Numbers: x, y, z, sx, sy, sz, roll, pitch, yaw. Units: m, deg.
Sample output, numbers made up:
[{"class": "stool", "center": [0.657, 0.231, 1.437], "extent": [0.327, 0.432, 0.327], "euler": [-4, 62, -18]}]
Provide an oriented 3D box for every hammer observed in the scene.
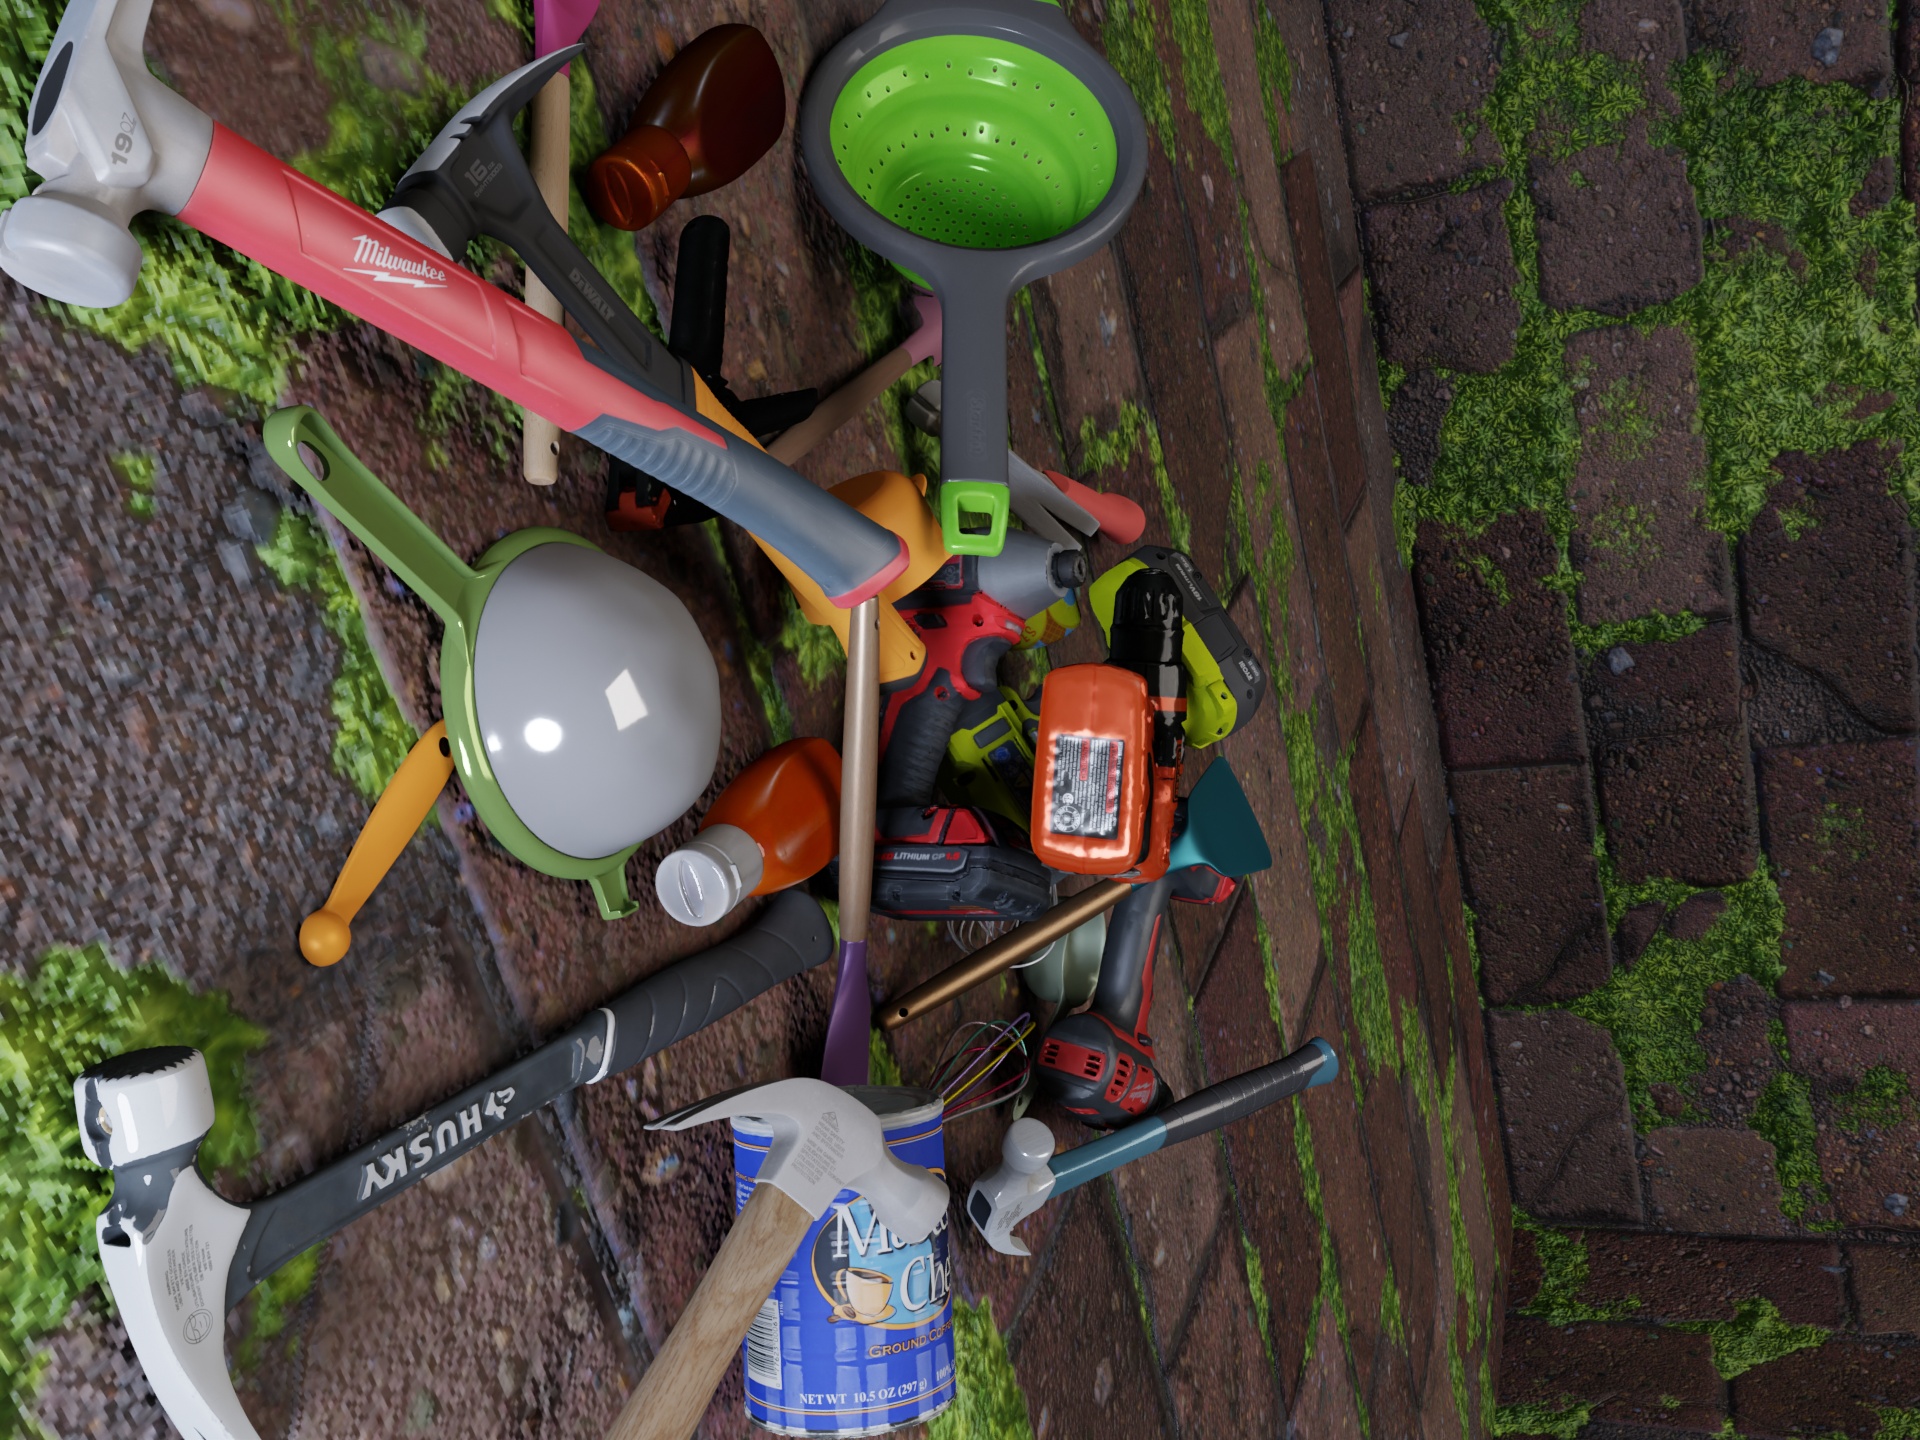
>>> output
[{"class": "hammer", "center": [0.139, 0.270, 1.058], "extent": [0.331, 0.033, 0.128], "euler": [-10, 137, -38]}, {"class": "hammer", "center": [-0.111, -0.134, 0.725], "extent": [0.336, 0.034, 0.127], "euler": [51, 49, -36]}, {"class": "hammer", "center": [-0.159, 0.144, 0.647], "extent": [0.409, 0.036, 0.149], "euler": [-21, 105, -64]}, {"class": "hammer", "center": [-0.151, -0.146, 0.618], "extent": [0.386, 0.038, 0.143], "euler": [26, 67, -48]}, {"class": "hammer", "center": [-0.126, 0.282, 0.608], "extent": [0.130, 0.031, 0.331], "euler": [44, 55, -17]}, {"class": "hammer", "center": [0.082, -0.156, 1.145], "extent": [0.149, 0.036, 0.359], "euler": [44, 14, 15]}]

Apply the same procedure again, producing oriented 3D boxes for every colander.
[{"class": "colander", "center": [0.004, -0.253, 0.932], "extent": [0.094, 0.204, 0.397], "euler": [104, -12, -65]}]

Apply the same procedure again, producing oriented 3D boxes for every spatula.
[{"class": "spatula", "center": [0.077, 0.115, 0.987], "extent": [0.317, 0.044, 0.082], "euler": [-25, 90, -27]}, {"class": "spatula", "center": [-0.055, 0.088, 0.808], "extent": [0.060, 0.018, 0.315], "euler": [-38, 136, -61]}]

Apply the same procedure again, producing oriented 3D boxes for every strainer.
[{"class": "strainer", "center": [-0.161, -0.039, 0.627], "extent": [0.256, 0.069, 0.152], "euler": [55, 36, -50]}]

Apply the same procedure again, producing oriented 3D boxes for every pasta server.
[{"class": "pasta server", "center": [-0.053, -0.206, 0.953], "extent": [0.316, 0.040, 0.060], "euler": [-52, 131, -50]}]

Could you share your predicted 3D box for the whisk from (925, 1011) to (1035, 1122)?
[{"class": "whisk", "center": [-0.019, 0.230, 0.924], "extent": [0.245, 0.047, 0.051], "euler": [-25, 109, -59]}]

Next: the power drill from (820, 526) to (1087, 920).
[{"class": "power drill", "center": [-0.001, -0.003, 0.885], "extent": [0.078, 0.143, 0.220], "euler": [29, 62, -57]}]

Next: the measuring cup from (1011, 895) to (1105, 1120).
[{"class": "measuring cup", "center": [0.054, 0.195, 1.091], "extent": [0.168, 0.038, 0.083], "euler": [-64, 147, -30]}]

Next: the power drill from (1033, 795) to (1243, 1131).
[{"class": "power drill", "center": [0.131, 0.178, 1.114], "extent": [0.187, 0.080, 0.227], "euler": [44, 60, -57]}]

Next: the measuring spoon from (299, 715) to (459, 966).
[{"class": "measuring spoon", "center": [-0.209, 0.041, 0.587], "extent": [0.117, 0.011, 0.021], "euler": [-72, 146, -41]}]

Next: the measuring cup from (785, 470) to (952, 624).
[{"class": "measuring cup", "center": [-0.049, -0.118, 0.884], "extent": [0.052, 0.095, 0.174], "euler": [61, 23, -26]}]

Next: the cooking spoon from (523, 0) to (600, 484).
[{"class": "cooking spoon", "center": [-0.181, -0.258, 0.699], "extent": [0.068, 0.017, 0.319], "euler": [24, 63, -69]}]

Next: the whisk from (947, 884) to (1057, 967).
[{"class": "whisk", "center": [0.047, 0.063, 1.083], "extent": [0.285, 0.070, 0.070], "euler": [-71, 146, -50]}]

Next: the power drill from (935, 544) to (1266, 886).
[{"class": "power drill", "center": [0.073, -0.014, 1.006], "extent": [0.223, 0.080, 0.171], "euler": [-32, 89, -31]}]
